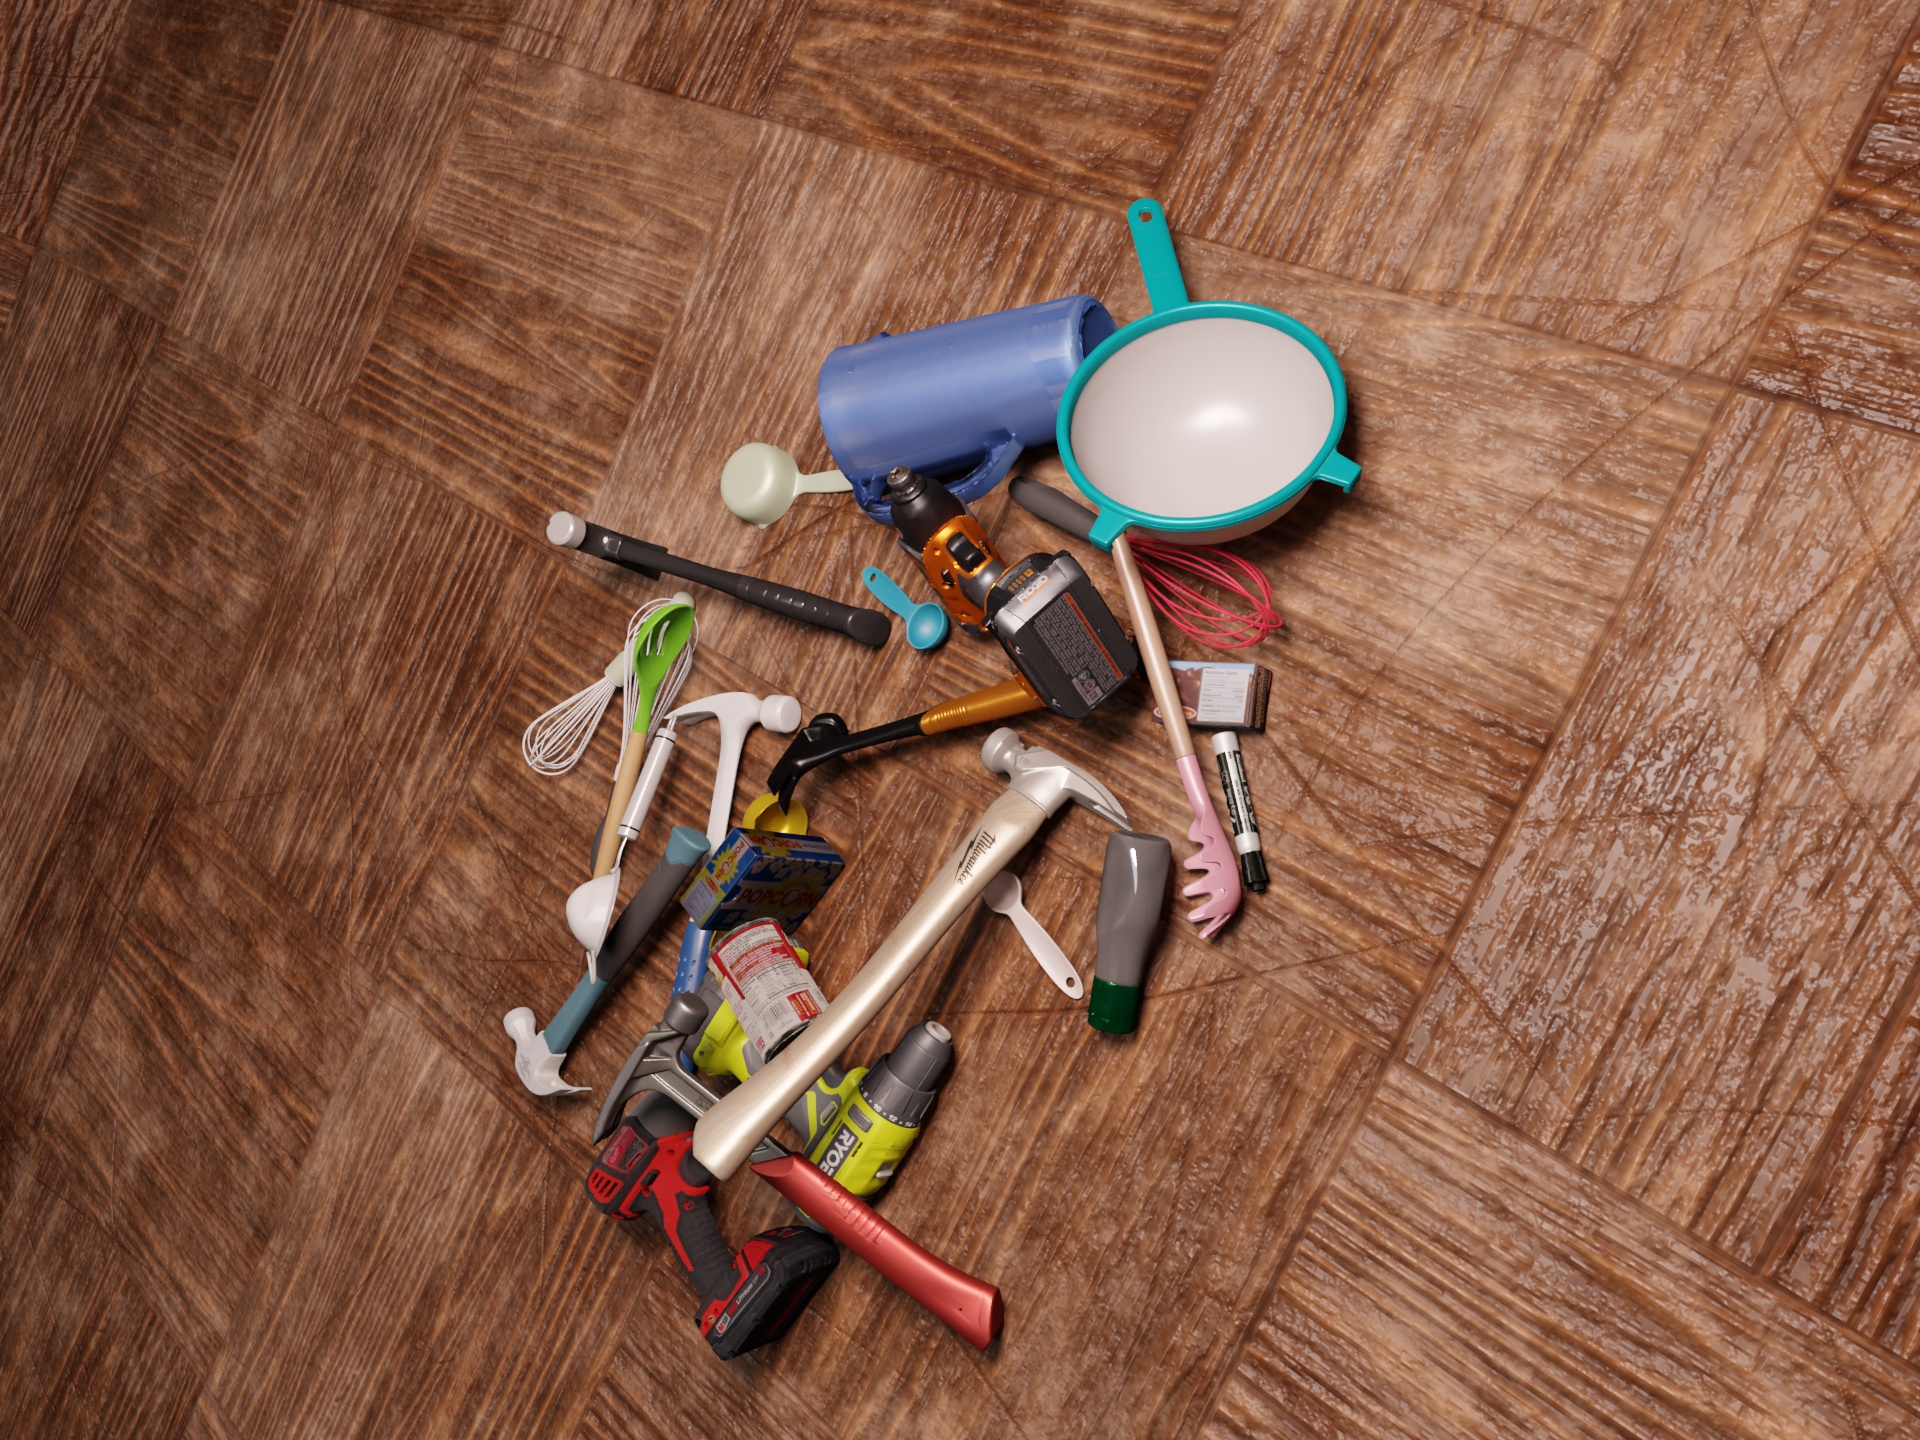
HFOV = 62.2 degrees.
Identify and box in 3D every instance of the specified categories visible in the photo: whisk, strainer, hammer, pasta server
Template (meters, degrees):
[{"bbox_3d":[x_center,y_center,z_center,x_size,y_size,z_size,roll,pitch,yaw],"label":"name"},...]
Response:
[{"bbox_3d":[-0.347,-0.037,1.572,0.059,0.058,0.246,45,103,-1],"label":"whisk"},{"bbox_3d":[0.176,-0.259,1.229,0.211,0.095,0.341,-13,57,8],"label":"strainer"},{"bbox_3d":[-0.042,0.185,1.206,0.146,0.038,0.411,31,71,35],"label":"hammer"},{"bbox_3d":[0.152,0.003,1.182,0.040,0.060,0.316,-15,81,-7],"label":"pasta server"},{"bbox_3d":[-0.002,-0.004,1.298,0.337,0.127,0.034,-17,113,26],"label":"hammer"},{"bbox_3d":[-0.325,0.221,1.471,0.331,0.033,0.128,-53,49,23],"label":"hammer"},{"bbox_3d":[-0.312,0.021,1.522,0.070,0.070,0.284,22,99,36],"label":"whisk"},{"bbox_3d":[-0.122,0.374,1.247,0.359,0.036,0.149,35,102,13],"label":"hammer"},{"bbox_3d":[0.136,-0.133,1.251,0.296,0.073,0.073,36,101,40],"label":"whisk"},{"bbox_3d":[-0.211,-0.126,1.467,0.335,0.146,0.035,18,91,25],"label":"hammer"},{"bbox_3d":[-0.239,0.173,1.453,0.144,0.035,0.405,4,82,35],"label":"hammer"},{"bbox_3d":[-0.307,0.109,1.443,0.087,0.050,0.258,-28,40,65],"label":"strainer"}]

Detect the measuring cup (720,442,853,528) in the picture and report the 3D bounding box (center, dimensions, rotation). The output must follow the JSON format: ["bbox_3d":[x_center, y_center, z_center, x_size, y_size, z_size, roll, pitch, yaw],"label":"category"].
[{"bbox_3d":[-0.158,-0.226,1.484,0.168,0.038,0.083,2,81,37],"label":"measuring cup"}]

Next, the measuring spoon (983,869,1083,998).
[{"bbox_3d":[0.062,0.170,1.262,0.034,0.018,0.124,-46,65,18],"label":"measuring spoon"}]

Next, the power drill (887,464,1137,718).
[{"bbox_3d":[0.026,-0.108,1.221,0.084,0.164,0.227,-41,38,-5],"label":"power drill"}]

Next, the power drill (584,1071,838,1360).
[{"bbox_3d":[-0.213,0.410,1.339,0.220,0.078,0.143,41,104,26],"label":"power drill"}]

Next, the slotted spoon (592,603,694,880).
[{"bbox_3d":[-0.306,0.033,1.480,0.031,0.070,0.313,25,108,23],"label":"slotted spoon"}]

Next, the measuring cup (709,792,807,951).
[{"bbox_3d":[-0.189,0.135,1.410,0.029,0.062,0.156,30,93,47],"label":"measuring cup"}]

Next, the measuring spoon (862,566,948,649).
[{"bbox_3d":[-0.047,-0.101,1.398,0.042,0.021,0.129,-56,46,11],"label":"measuring spoon"}]

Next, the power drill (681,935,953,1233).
[{"bbox_3d":[-0.120,0.280,1.323,0.229,0.080,0.190,39,103,32],"label":"power drill"}]
